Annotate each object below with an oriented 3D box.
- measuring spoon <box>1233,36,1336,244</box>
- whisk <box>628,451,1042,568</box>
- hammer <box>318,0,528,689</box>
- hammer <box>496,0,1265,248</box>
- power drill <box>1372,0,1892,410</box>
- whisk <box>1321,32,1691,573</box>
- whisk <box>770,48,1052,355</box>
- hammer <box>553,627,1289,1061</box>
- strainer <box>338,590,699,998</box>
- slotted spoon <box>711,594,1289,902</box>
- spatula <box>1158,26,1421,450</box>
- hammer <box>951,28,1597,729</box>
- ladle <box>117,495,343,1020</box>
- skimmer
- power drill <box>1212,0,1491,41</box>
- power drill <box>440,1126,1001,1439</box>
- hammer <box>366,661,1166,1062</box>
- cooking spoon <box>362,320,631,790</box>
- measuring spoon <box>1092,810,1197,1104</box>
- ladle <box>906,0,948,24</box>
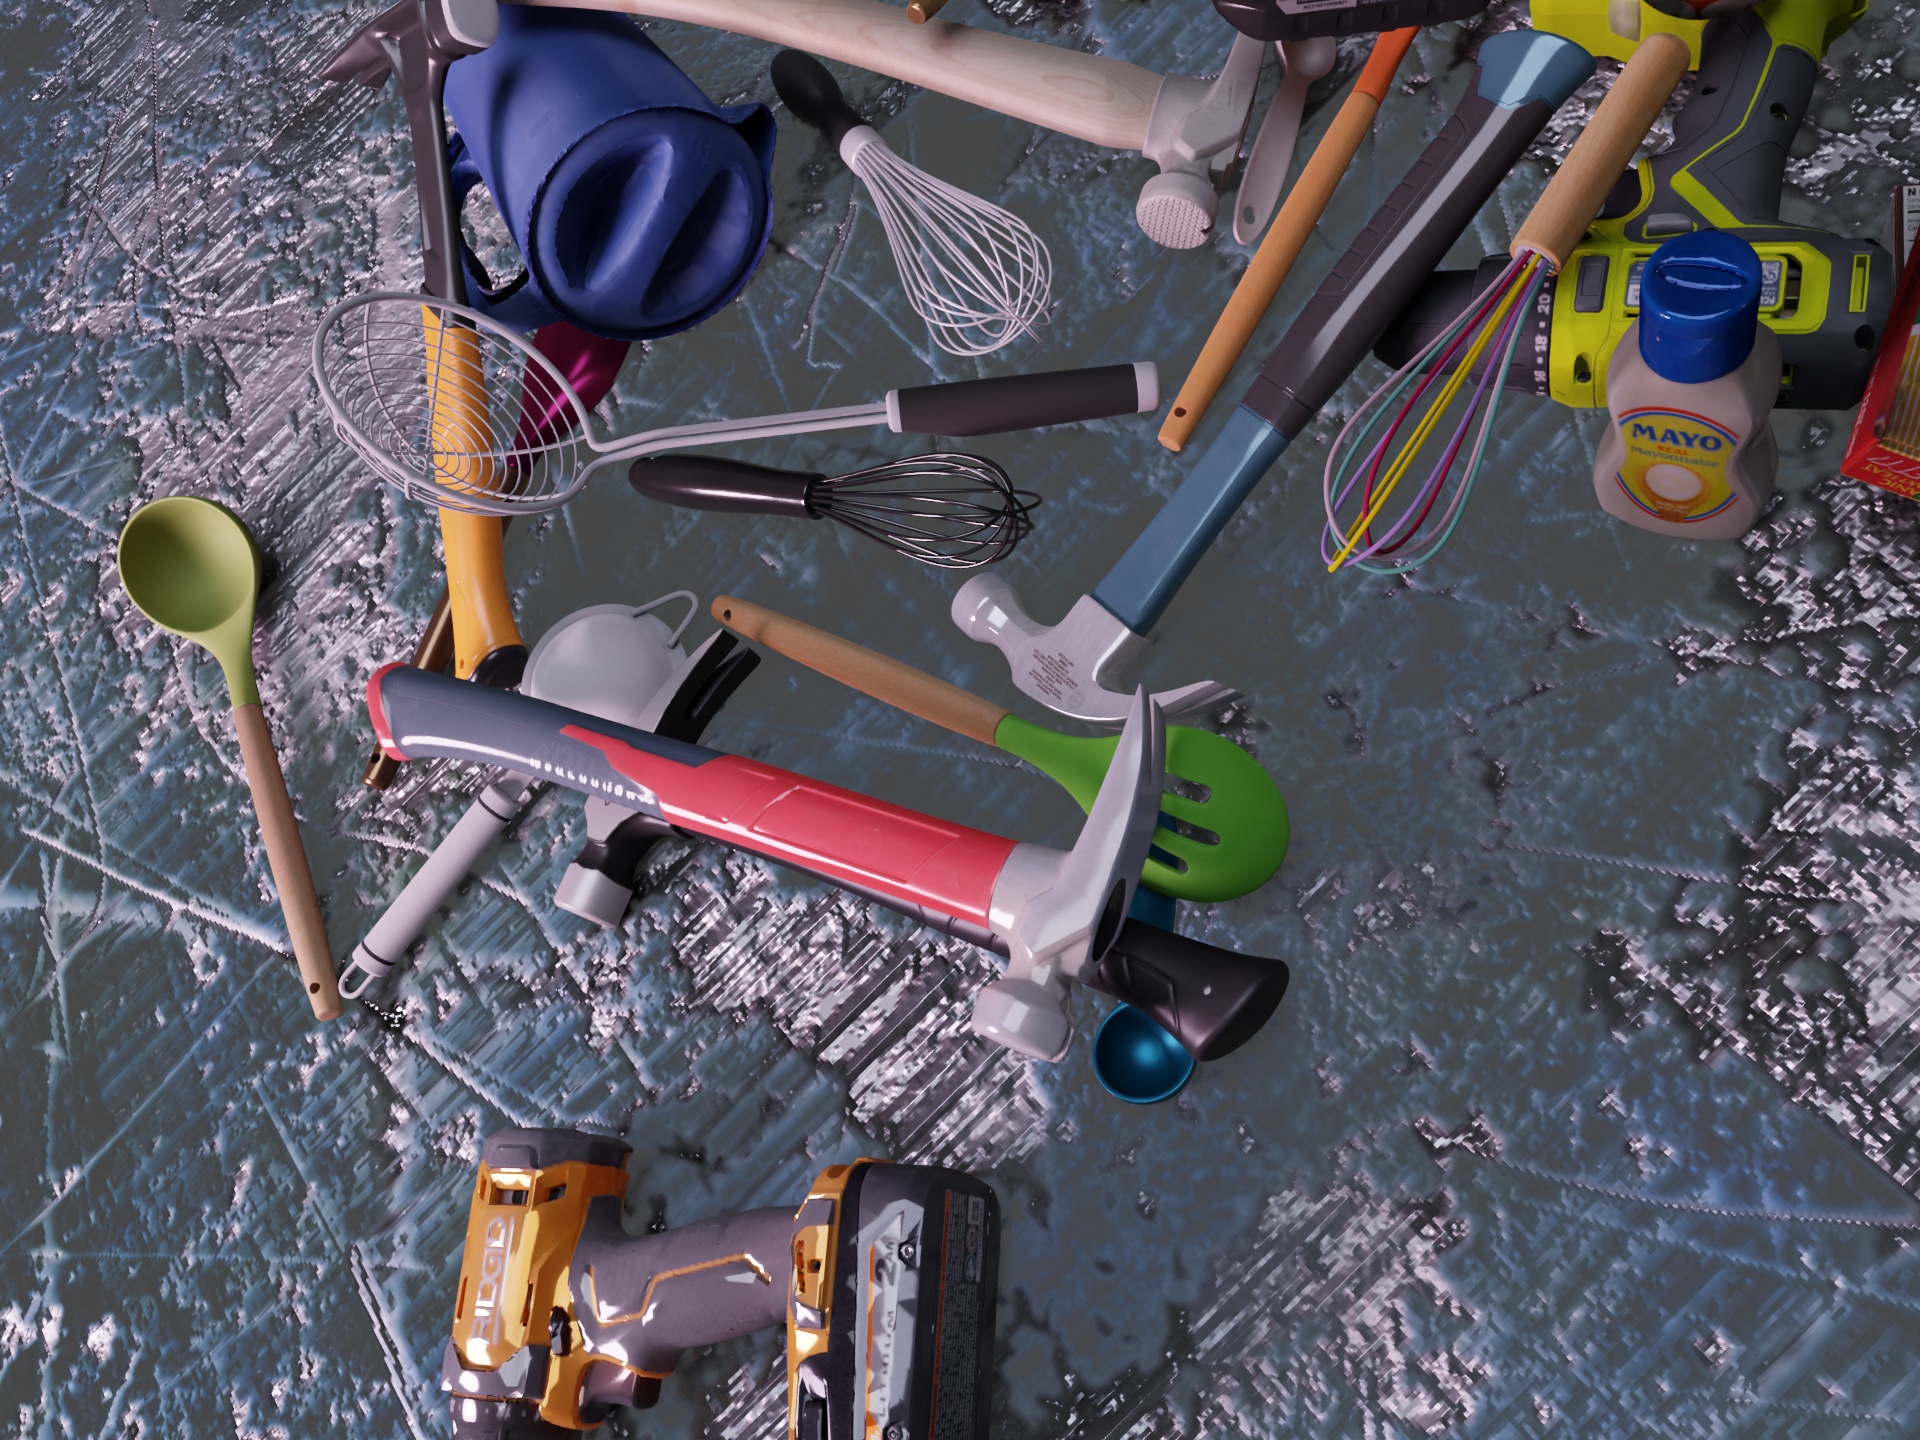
[{"bbox_3d":[0.149,-0.282,0.761,0.018,0.034,0.124,0,69,65],"label":"measuring spoon"},{"bbox_3d":[-0.068,-0.110,0.765,0.239,0.055,0.055,11,74,30],"label":"whisk"},{"bbox_3d":[-0.259,-0.182,0.798,0.127,0.034,0.337,-2,95,44],"label":"hammer"},{"bbox_3d":[-0.056,-0.348,0.782,0.410,0.038,0.146,17,70,6],"label":"hammer"},{"bbox_3d":[0.278,-0.235,0.657,0.190,0.080,0.229,7,75,25],"label":"power drill"},{"bbox_3d":[0.208,-0.157,0.600,0.051,0.047,0.245,31,86,33],"label":"whisk"},{"bbox_3d":[-0.035,-0.276,0.812,0.070,0.070,0.285,-38,55,4],"label":"whisk"},{"bbox_3d":[-0.022,0.061,0.667,0.335,0.035,0.146,16,76,31],"label":"hammer"},{"bbox_3d":[-0.218,0.034,0.771,0.087,0.050,0.258,39,90,15],"label":"strainer"},{"bbox_3d":[-0.001,-0.002,0.690,0.314,0.031,0.070,24,109,35],"label":"slotted spoon"},{"bbox_3d":[0.178,-0.262,0.740,0.081,0.041,0.322,28,86,28],"label":"spatula"},{"bbox_3d":[0.133,-0.135,0.653,0.128,0.033,0.331,45,105,30],"label":"hammer"},{"bbox_3d":[-0.377,0.013,0.835,0.078,0.062,0.320,-31,63,8],"label":"ladle"},{"bbox_3d":[-0.092,-0.154,0.708,0.363,0.090,0.127,-6,49,0],"label":"skimmer"},{"bbox_3d":[0.160,-0.413,0.741,0.171,0.080,0.223,-7,52,1],"label":"power drill"},{"bbox_3d":[-0.104,0.254,0.611,0.226,0.084,0.185,-6,68,25],"label":"power drill"},{"bbox_3d":[-0.103,0.015,0.676,0.386,0.038,0.143,15,76,28],"label":"hammer"},{"bbox_3d":[-0.248,-0.111,0.852,0.069,0.017,0.319,11,73,26],"label":"cooking spoon"},{"bbox_3d":[0.079,0.094,0.640,0.042,0.021,0.129,-6,58,23],"label":"measuring spoon"},{"bbox_3d":[0.052,-0.444,0.805,0.069,0.031,0.315,24,62,14],"label":"ladle"}]
